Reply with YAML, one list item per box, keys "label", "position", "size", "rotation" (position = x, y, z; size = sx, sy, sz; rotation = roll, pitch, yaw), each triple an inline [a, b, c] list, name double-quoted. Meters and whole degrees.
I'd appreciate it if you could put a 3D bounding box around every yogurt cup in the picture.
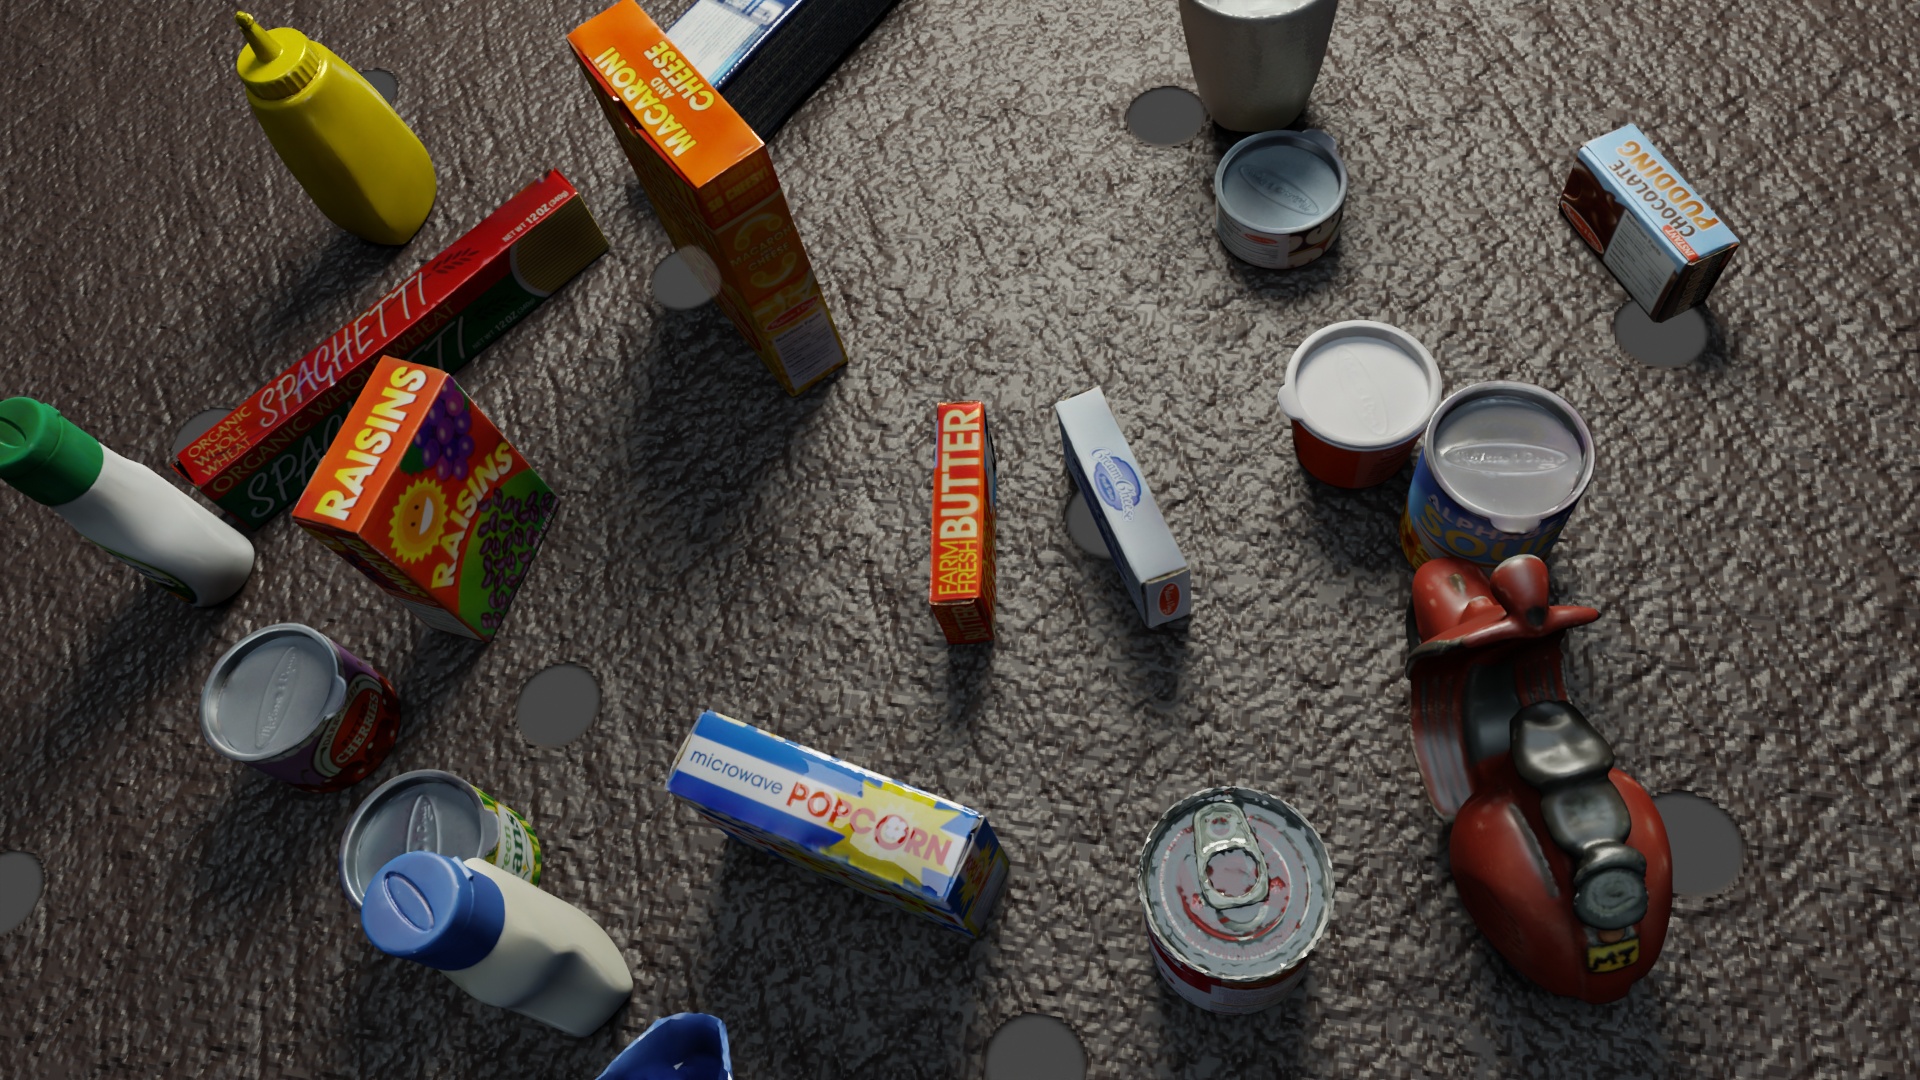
- label: "yogurt cup"
  position: [0.183, -0.060, 0.643]
  size: [0.072, 0.053, 0.072]
  rotation: [-4, 64, 8]

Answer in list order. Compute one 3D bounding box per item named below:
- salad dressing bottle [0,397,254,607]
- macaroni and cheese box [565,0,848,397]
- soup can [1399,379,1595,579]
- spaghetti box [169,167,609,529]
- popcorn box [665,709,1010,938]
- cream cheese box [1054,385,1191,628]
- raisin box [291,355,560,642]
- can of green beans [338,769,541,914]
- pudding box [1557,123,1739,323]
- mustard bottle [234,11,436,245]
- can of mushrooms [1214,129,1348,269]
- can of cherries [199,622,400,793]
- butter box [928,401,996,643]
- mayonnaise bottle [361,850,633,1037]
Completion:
- label: "salad dressing bottle"
  position: [-0.401, -0.016, 0.663]
  size: [0.064, 0.147, 0.044]
  rotation: [27, 71, 20]
- label: "macaroni and cheese box"
  position: [-0.120, -0.161, 0.679]
  size: [0.040, 0.165, 0.124]
  rotation: [-36, 64, -8]
- label: "soup can"
  position: [0.228, -0.017, 0.598]
  size: [0.071, 0.083, 0.071]
  rotation: [-4, 64, 8]
- label: "spaghetti box"
  position: [-0.299, -0.103, 0.745]
  size: [0.250, 0.050, 0.029]
  rotation: [-42, 65, -12]
- label: "popcorn box"
  position: [-0.049, 0.118, 0.575]
  size: [0.127, 0.085, 0.038]
  rotation: [18, 68, 17]
- label: "cream cheese box"
  position: [0.074, -0.015, 0.639]
  size: [0.024, 0.053, 0.104]
  rotation: [-22, 63, -1]
- label: "raisin box"
  position: [-0.245, -0.016, 0.652]
  size: [0.040, 0.123, 0.086]
  rotation: [14, 67, 16]
- label: "can of green beans"
  position: [-0.226, 0.140, 0.608]
  size: [0.071, 0.057, 0.071]
  rotation: [-4, 64, 8]
- label: "pudding box"
  position: [0.328, -0.153, 0.668]
  size: [0.030, 0.049, 0.084]
  rotation: [-25, 63, -3]
- label: "mustard bottle"
  position: [-0.344, -0.228, 0.752]
  size: [0.049, 0.159, 0.065]
  rotation: [11, 67, 15]
- label: "can of mushrooms"
  position: [0.166, -0.176, 0.715]
  size: [0.071, 0.033, 0.071]
  rotation: [-4, 63, 7]
- label: "can of cherries"
  position: [-0.305, 0.080, 0.650]
  size: [0.071, 0.058, 0.072]
  rotation: [-4, 64, 8]
- label: "butter box"
  position: [0.002, -0.008, 0.647]
  size: [0.024, 0.053, 0.104]
  rotation: [-3, 64, 8]
- label: "mayonnaise bottle"
  position: [-0.179, 0.155, 0.542]
  size: [0.065, 0.147, 0.041]
  rotation: [39, 76, 24]
